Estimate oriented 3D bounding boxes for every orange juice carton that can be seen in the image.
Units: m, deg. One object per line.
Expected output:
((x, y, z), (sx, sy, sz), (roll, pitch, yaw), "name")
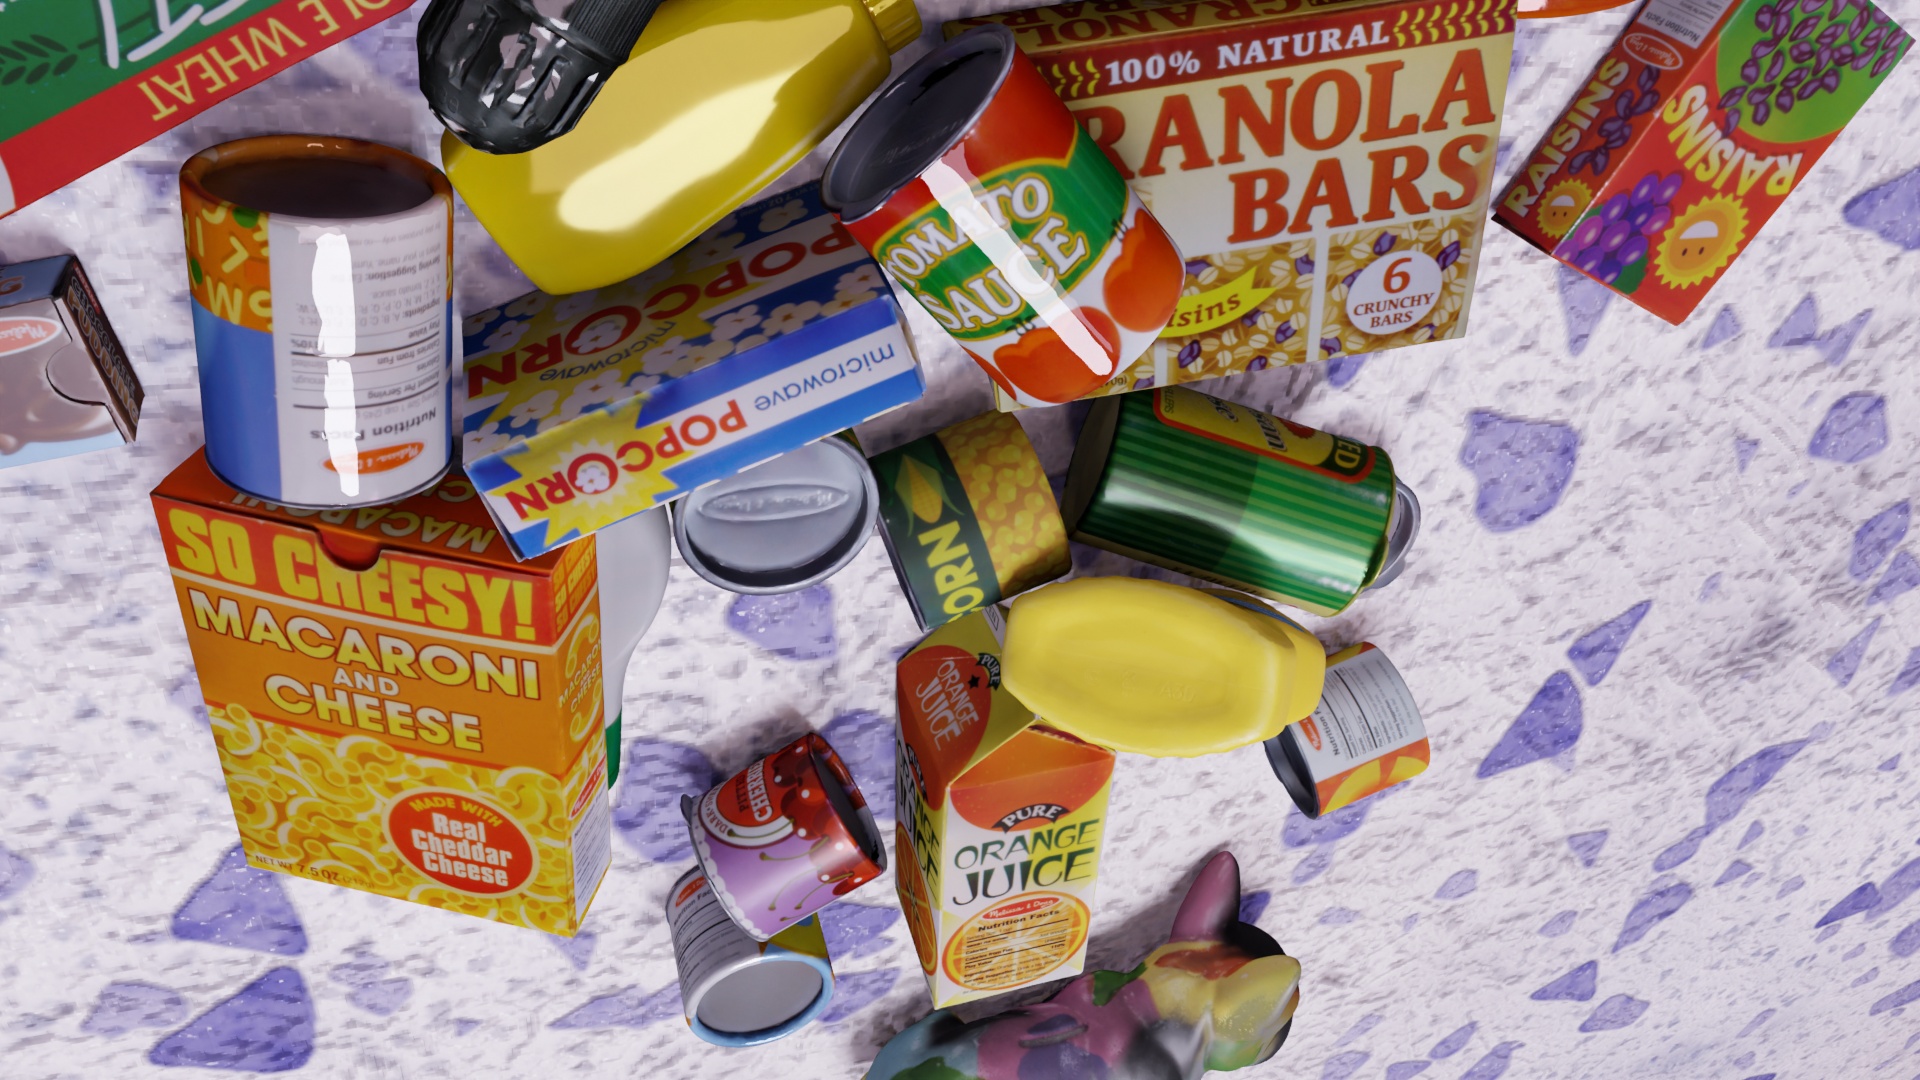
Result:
((0.015, 0.109, 0.591), (0.073, 0.072, 0.191), (-9, 130, -14), "orange juice carton")

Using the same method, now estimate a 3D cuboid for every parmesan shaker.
((0.095, -0.017, 0.503), (0.103, 0.072, 0.071), (17, 122, -8), "parmesan shaker")

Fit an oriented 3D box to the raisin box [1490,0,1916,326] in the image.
((0.267, -0.149, 0.505), (0.086, 0.040, 0.123), (15, 119, -32), "raisin box")

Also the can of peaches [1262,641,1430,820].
((0.174, 0.088, 0.643), (0.058, 0.071, 0.071), (-22, 132, -4), "can of peaches")

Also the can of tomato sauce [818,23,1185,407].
((0.013, -0.086, 0.382), (0.071, 0.071, 0.083), (-40, 123, 12), "can of tomato sauce")

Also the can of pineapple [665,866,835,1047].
((-0.092, 0.182, 0.617), (0.071, 0.058, 0.070), (-11, 130, -13), "can of pineapple")

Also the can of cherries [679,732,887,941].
((-0.072, 0.119, 0.570), (0.058, 0.072, 0.071), (-29, 132, 3), "can of cherries")

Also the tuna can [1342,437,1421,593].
((0.155, -0.007, 0.579), (0.071, 0.033, 0.070), (-11, 130, -13), "tuna can")

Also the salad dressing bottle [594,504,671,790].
((-0.137, 0.032, 0.489), (0.064, 0.044, 0.146), (3, 127, -13), "salad dressing bottle")

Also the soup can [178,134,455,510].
((-0.176, -0.062, 0.383), (0.071, 0.071, 0.083), (0, 124, -21), "soup can")

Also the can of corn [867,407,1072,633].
((0.002, -0.006, 0.494), (0.058, 0.071, 0.070), (-22, 132, -5), "can of corn")

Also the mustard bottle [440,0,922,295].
((-0.062, -0.131, 0.384), (0.160, 0.049, 0.065), (-30, 130, 3), "mustard bottle")

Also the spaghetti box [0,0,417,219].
((-0.180, -0.141, 0.342), (0.250, 0.029, 0.050), (-27, 131, 1), "spaghetti box")

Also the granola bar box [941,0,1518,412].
((0.084, -0.112, 0.445), (0.166, 0.039, 0.123), (-10, 130, -2), "granola bar box")

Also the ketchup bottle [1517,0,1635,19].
((0.184, -0.232, 0.402), (0.065, 0.044, 0.148), (-9, 130, -4), "ketchup bottle")

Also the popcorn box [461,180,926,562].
((-0.082, -0.054, 0.413), (0.127, 0.085, 0.038), (-23, 131, -2), "popcorn box")

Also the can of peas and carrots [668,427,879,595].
((-0.066, -0.027, 0.459), (0.071, 0.059, 0.070), (-11, 130, -13), "can of peas and carrots")

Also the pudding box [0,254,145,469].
((-0.278, -0.044, 0.381), (0.084, 0.030, 0.049), (-13, 130, -11), "pudding box")

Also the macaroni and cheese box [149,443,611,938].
((-0.182, 0.053, 0.458), (0.124, 0.040, 0.165), (11, 127, 3), "macaroni and cheese box")
